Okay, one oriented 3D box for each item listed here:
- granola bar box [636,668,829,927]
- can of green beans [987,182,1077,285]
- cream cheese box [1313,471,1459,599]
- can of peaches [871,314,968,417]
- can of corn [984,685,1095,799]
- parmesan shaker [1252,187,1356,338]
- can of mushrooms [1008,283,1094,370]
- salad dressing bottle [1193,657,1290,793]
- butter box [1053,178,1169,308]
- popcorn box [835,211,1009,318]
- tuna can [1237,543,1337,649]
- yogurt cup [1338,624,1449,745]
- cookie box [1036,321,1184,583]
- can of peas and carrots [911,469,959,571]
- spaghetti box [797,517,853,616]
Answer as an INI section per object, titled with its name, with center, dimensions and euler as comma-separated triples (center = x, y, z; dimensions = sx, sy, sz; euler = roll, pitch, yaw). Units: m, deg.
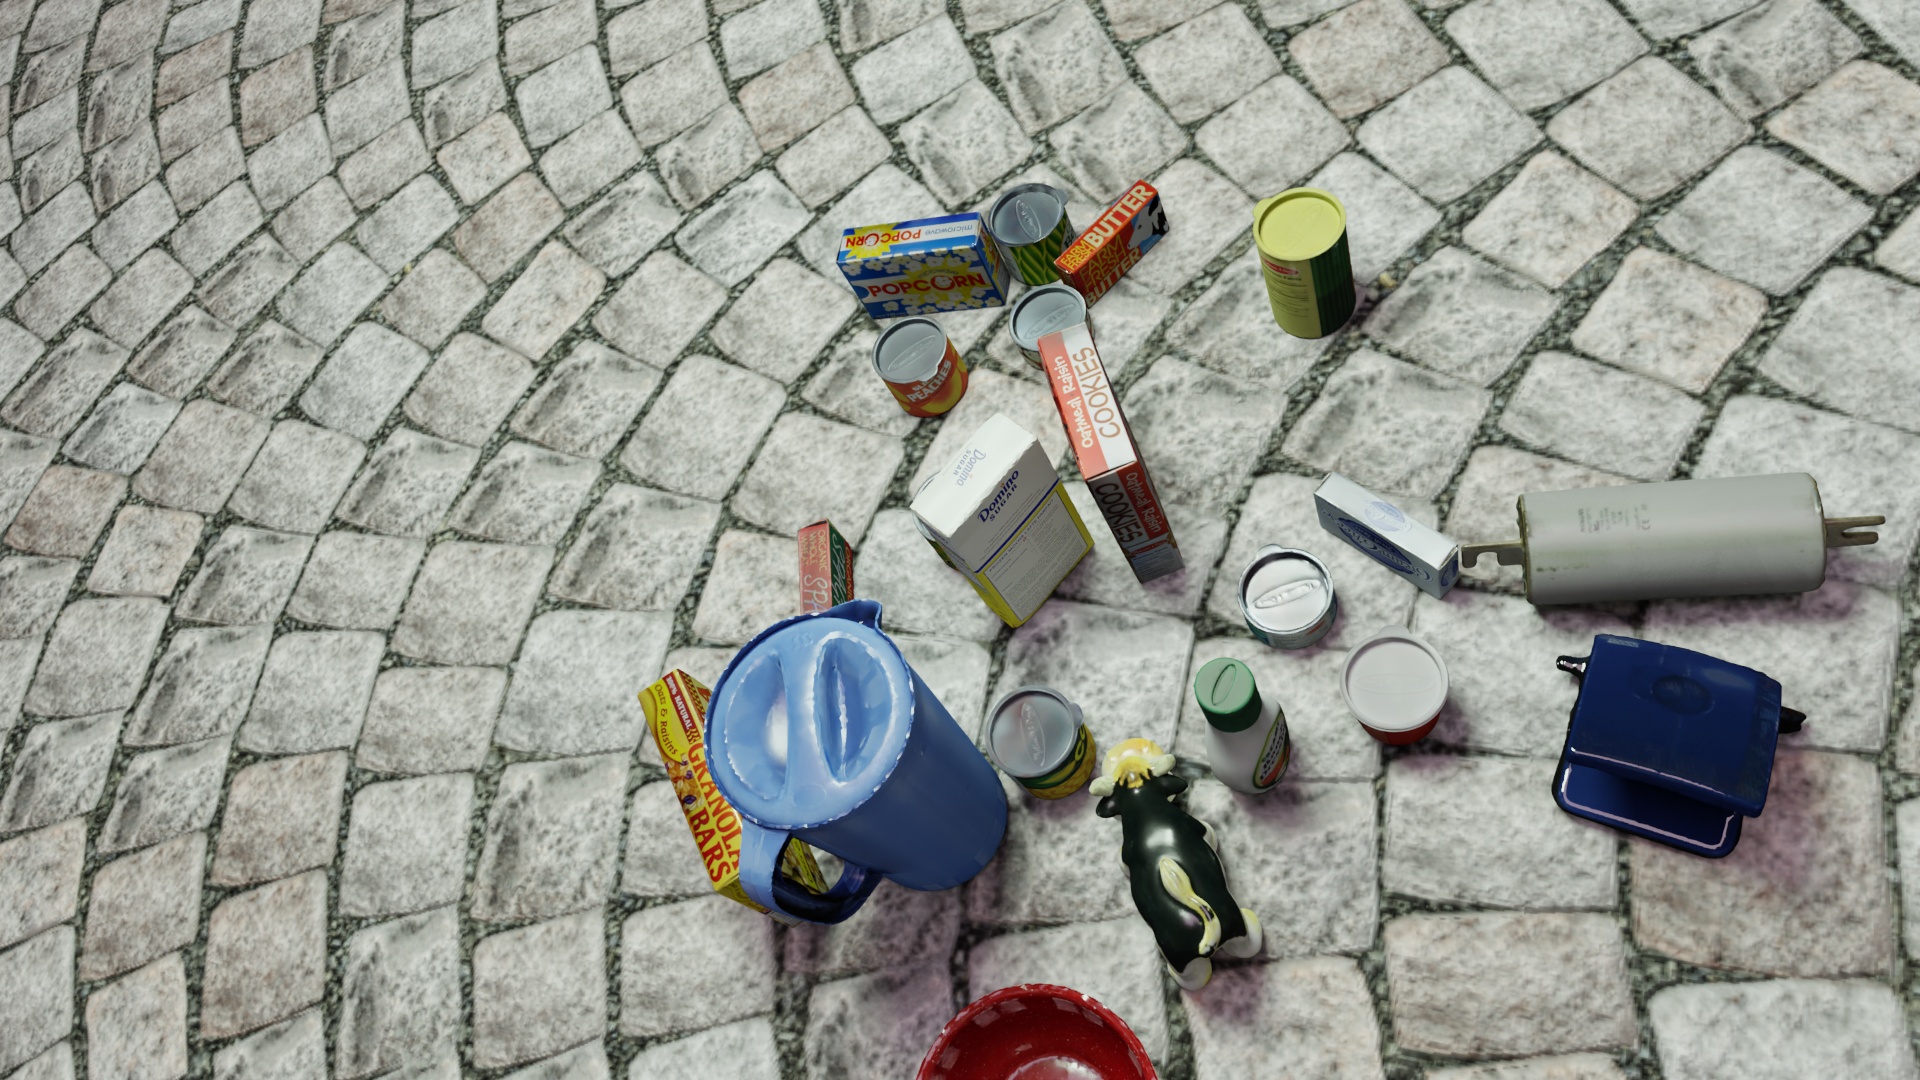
[granola bar box]
center = -0.160, 0.184, 0.992
dimensions = 0.039, 0.124, 0.166
euler = -33, 57, 2
[can of green beans]
center = 0.063, -0.259, 1.180
dimensions = 0.071, 0.057, 0.071
euler = -9, 61, 16
[cream cheese box]
center = 0.295, -0.004, 0.962
dimensions = 0.104, 0.053, 0.024
euler = 37, 81, 32
[can of peaches]
center = -0.032, -0.142, 1.154
dimensions = 0.071, 0.058, 0.071
euler = -9, 61, 16
[can of corn]
center = 0.059, 0.141, 0.971
dimensions = 0.071, 0.058, 0.071
euler = -9, 61, 16
[parmesan shaker]
center = 0.261, -0.210, 1.053
dimensions = 0.071, 0.102, 0.071
euler = -9, 61, 16
[can of mushrooms]
center = 0.076, -0.174, 1.144
dimensions = 0.071, 0.033, 0.071
euler = -9, 61, 16
[salad dressing bottle]
center = 0.179, 0.118, 0.886
dimensions = 0.044, 0.147, 0.064
euler = 19, 72, 28
[butter box]
center = 0.127, -0.245, 1.151
dimensions = 0.103, 0.053, 0.024
euler = -44, 58, -6
[popcorn box]
center = -0.030, -0.233, 1.185
dimensions = 0.126, 0.085, 0.038
euler = -3, 63, 19
[tuna can]
center = 0.229, 0.039, 0.976
dimensions = 0.071, 0.032, 0.071
euler = -9, 61, 16
[yogurt cup]
center = 0.285, 0.100, 0.911
dimensions = 0.072, 0.053, 0.073
euler = -9, 61, 16
[cookie box]
center = 0.108, -0.059, 0.993
dimensions = 0.040, 0.167, 0.123
euler = -22, 59, 9
[can of peas and carrots]
center = 0.004, -0.013, 1.073
dimensions = 0.071, 0.058, 0.071
euler = -9, 61, 16
[spaghetti box]
center = -0.098, 0.103, 1.055
dimensions = 0.028, 0.050, 0.251
euler = -14, 60, 14
